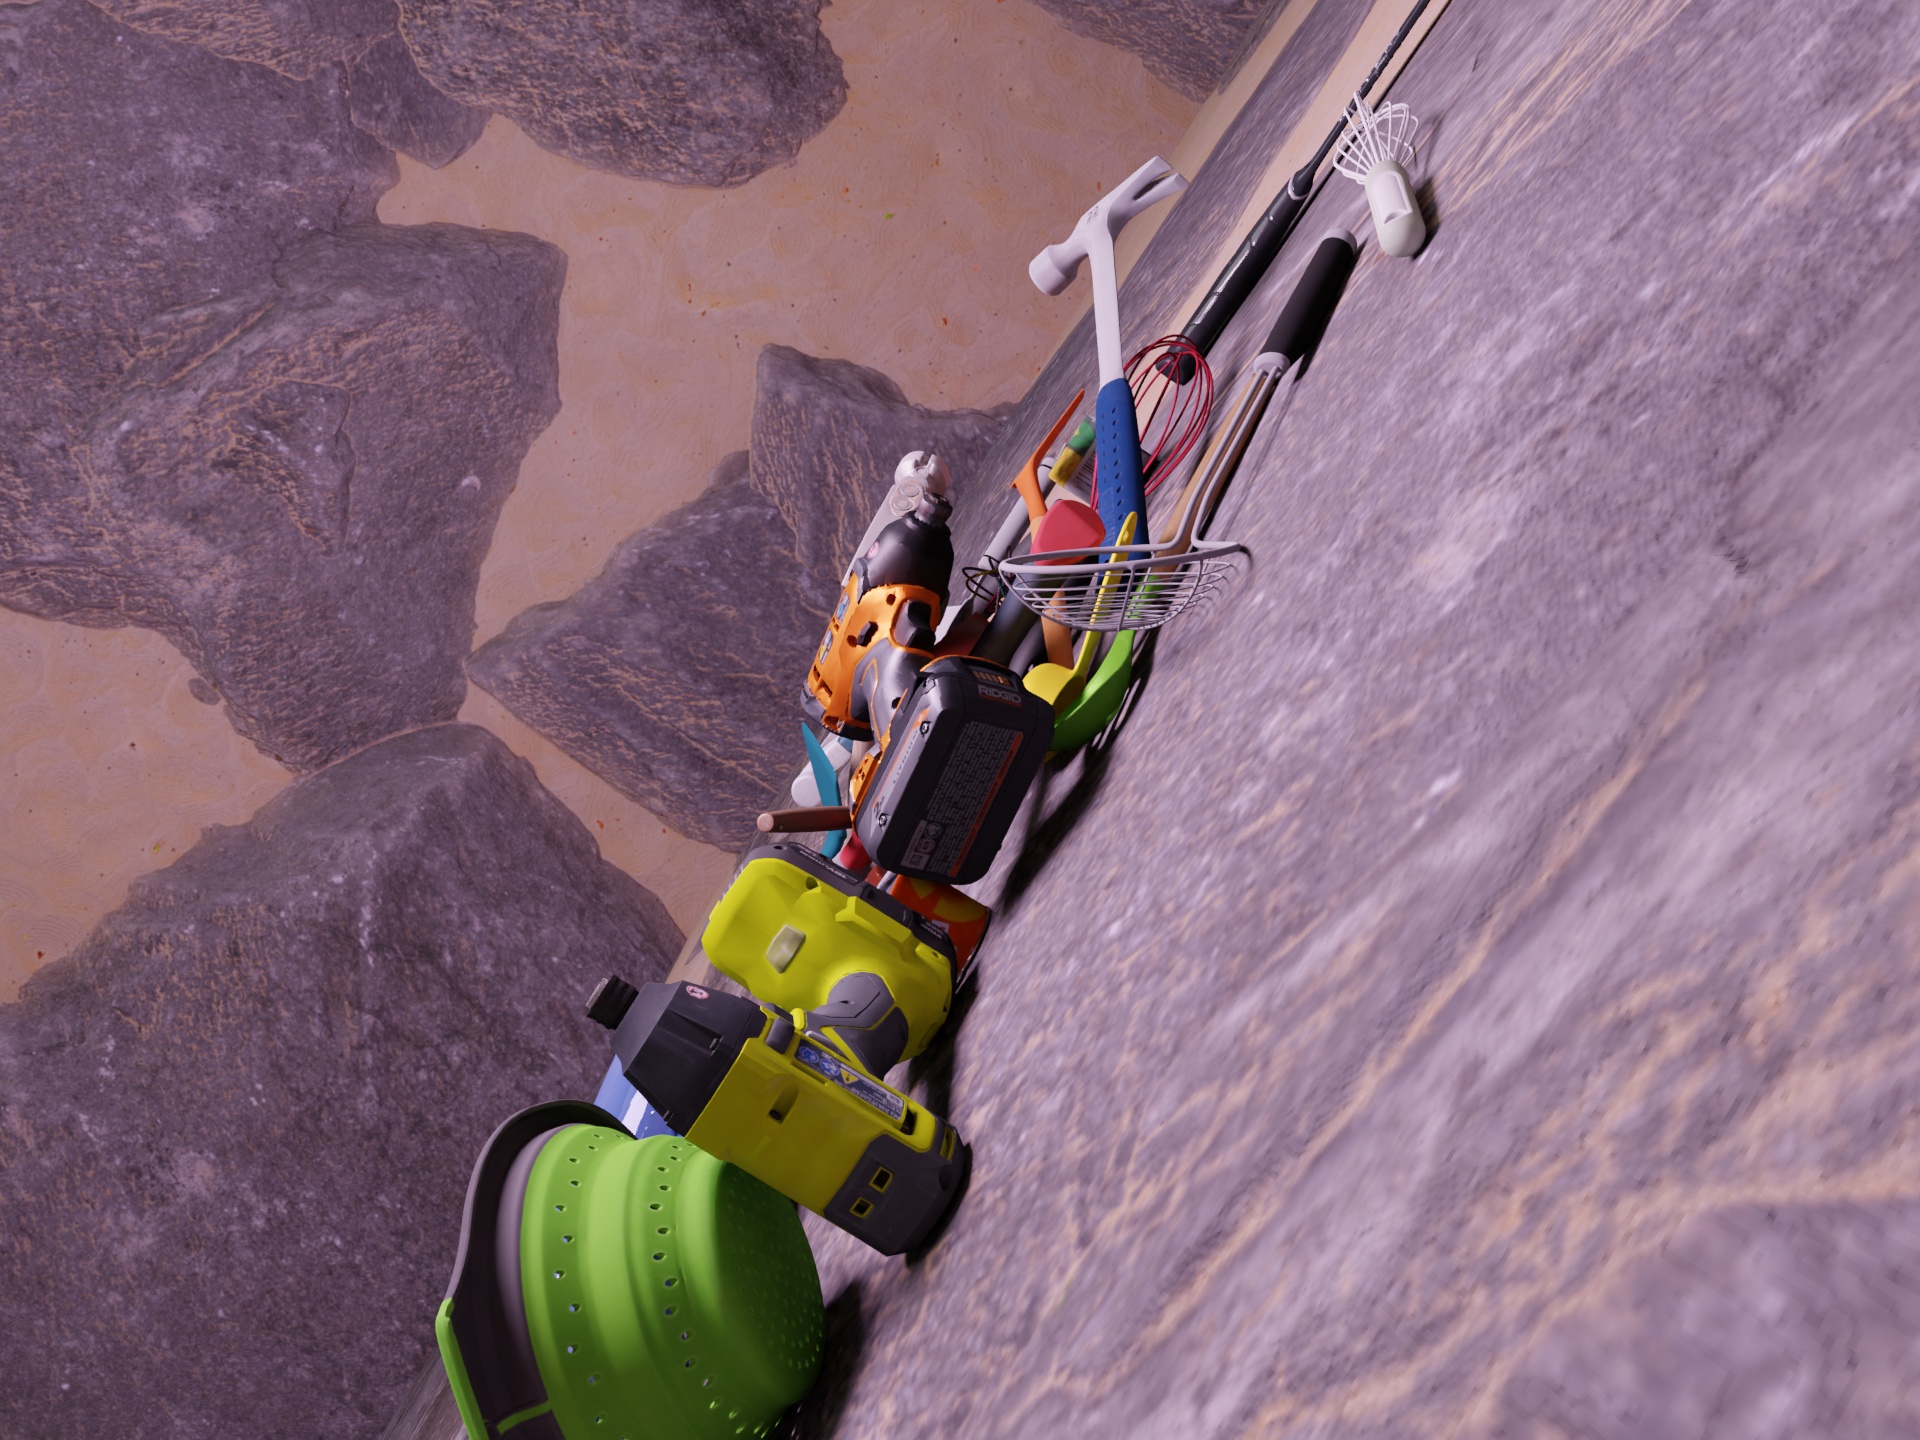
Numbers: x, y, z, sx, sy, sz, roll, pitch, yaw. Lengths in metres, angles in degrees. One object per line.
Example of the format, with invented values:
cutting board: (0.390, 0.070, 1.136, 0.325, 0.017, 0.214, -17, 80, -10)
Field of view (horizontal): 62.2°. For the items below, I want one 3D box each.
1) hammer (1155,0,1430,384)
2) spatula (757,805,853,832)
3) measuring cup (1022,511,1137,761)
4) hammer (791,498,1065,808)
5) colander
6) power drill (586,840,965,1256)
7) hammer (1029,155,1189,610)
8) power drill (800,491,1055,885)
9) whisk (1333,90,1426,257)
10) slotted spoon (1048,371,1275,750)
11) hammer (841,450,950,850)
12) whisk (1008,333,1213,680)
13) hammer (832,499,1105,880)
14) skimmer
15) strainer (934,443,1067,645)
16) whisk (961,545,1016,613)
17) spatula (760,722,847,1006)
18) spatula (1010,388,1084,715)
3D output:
hammer: (0.282, -0.446, 1.274, 0.409, 0.036, 0.149, -55, 7, 22)
spatula: (-0.082, 0.074, 1.191, 0.060, 0.018, 0.315, -57, -15, 7)
measuring cup: (0.066, -0.053, 0.942, 0.062, 0.029, 0.156, 7, -76, -68)
hammer: (-0.020, -0.060, 1.353, 0.331, 0.033, 0.128, -46, 6, 12)
colander: (-0.109, 0.253, 0.776, 0.094, 0.204, 0.397, -23, -3, 9)
power drill: (-0.078, 0.141, 0.757, 0.080, 0.171, 0.223, -56, 5, 12)
hammer: (0.109, -0.240, 1.104, 0.144, 0.035, 0.406, -36, 38, 36)
power drill: (-0.023, -0.028, 0.930, 0.164, 0.084, 0.227, -65, 27, 22)
whisk: (0.254, -0.326, 0.951, 0.058, 0.059, 0.247, -24, 27, 23)
slotted spoon: (0.126, -0.102, 0.944, 0.314, 0.031, 0.070, -60, 8, -25)
hammer: (-0.069, 0.000, 1.215, 0.146, 0.038, 0.410, -68, -8, -45)
whisk: (0.103, -0.144, 1.141, 0.296, 0.073, 0.073, -64, 8, -4)
hammer: (-0.002, -0.003, 1.071, 0.143, 0.038, 0.386, -33, -17, -48)
skimmer: (0.145, -0.185, 0.909, 0.127, 0.090, 0.363, 3, 52, 42)
strainer: (0.018, -0.117, 1.274, 0.258, 0.050, 0.086, -58, -9, -10)
whisk: (0.041, -0.089, 1.222, 0.047, 0.051, 0.245, -36, -8, 2)
spatula: (-0.138, 0.156, 1.283, 0.082, 0.044, 0.317, 51, 128, 51)
spatula: (0.066, -0.118, 1.098, 0.081, 0.041, 0.323, -51, 29, 37)
